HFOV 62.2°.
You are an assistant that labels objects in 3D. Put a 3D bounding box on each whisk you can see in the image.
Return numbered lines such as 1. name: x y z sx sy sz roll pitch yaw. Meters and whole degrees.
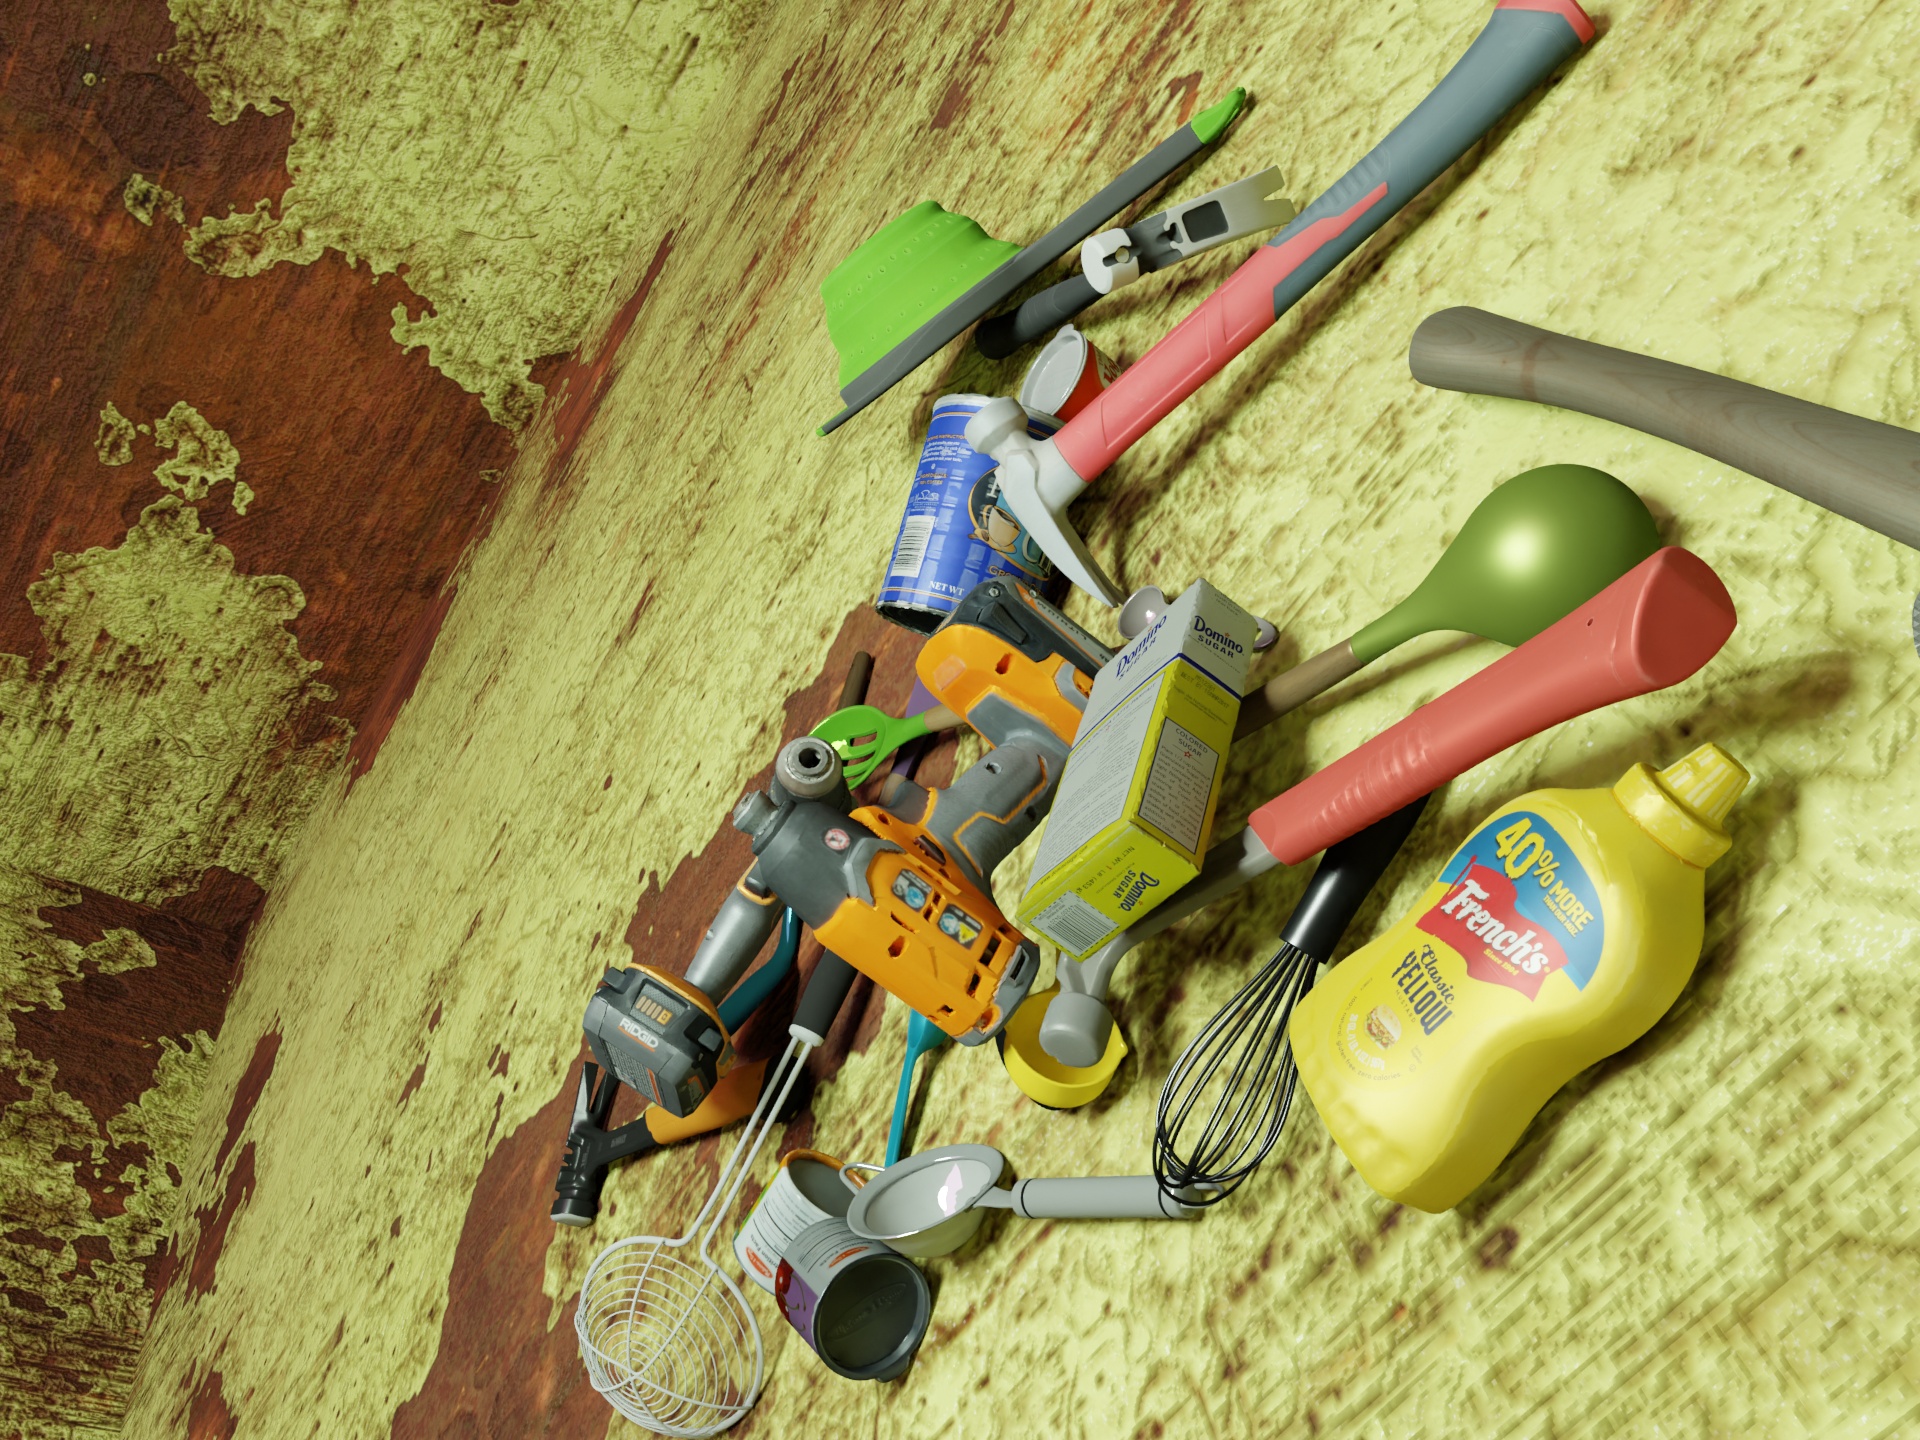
1. whisk: 0.149 0.098 0.675 0.239 0.055 0.055 -60 27 -2
2. whisk: -0.002 0.129 0.904 0.070 0.070 0.285 -59 34 12

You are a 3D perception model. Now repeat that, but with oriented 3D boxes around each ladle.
1. ladle: 0.177 -0.021 0.735 0.320 0.062 0.078 -37 53 53

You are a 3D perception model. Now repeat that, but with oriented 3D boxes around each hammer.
1. hammer: 0.285 -0.111 0.574 0.146 0.038 0.411 -19 24 -3
2. hammer: 0.178 -0.226 0.859 0.386 0.038 0.143 -40 79 25
3. hammer: 0.088 -0.288 1.053 0.146 0.035 0.335 -26 10 -17
4. hammer: 0.153 0.028 0.652 0.359 0.036 0.149 -42 19 49
5. hammer: -0.207 0.282 1.153 0.337 0.034 0.127 -31 44 47

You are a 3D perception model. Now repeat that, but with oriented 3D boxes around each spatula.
1. spatula: -0.048 0.062 1.073 0.060 0.018 0.316 -2 65 59
2. spatula: -0.120 0.089 1.149 0.082 0.044 0.318 -24 46 59

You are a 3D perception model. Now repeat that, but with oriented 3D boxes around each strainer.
1. strainer: 0.029 0.235 0.773 0.258 0.050 0.087 -20 7 47

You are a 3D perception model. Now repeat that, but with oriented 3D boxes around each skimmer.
1. skimmer: -0.119 0.260 0.996 0.363 0.127 0.090 -63 -19 -21

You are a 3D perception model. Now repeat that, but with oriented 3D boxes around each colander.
1. colander: 0.022 -0.355 1.148 0.397 0.094 0.204 -30 13 33

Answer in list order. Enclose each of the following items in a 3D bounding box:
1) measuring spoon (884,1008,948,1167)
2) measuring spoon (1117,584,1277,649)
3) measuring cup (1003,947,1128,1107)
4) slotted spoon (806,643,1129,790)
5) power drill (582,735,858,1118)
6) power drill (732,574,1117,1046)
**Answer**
1. measuring spoon: -0.024 0.214 0.913 0.042 0.021 0.129 164 118 -76
2. measuring spoon: 0.130 -0.050 0.862 0.124 0.018 0.034 18 79 56
3. measuring cup: 0.055 0.131 0.817 0.157 0.062 0.029 -79 2 -50
4. slotted spoon: -0.002 -0.003 1.013 0.314 0.031 0.070 -18 51 47
5. power drill: -0.139 0.122 0.998 0.226 0.084 0.185 -55 -9 -25
6. power drill: -0.007 0.032 0.814 0.084 0.164 0.227 -43 13 51
